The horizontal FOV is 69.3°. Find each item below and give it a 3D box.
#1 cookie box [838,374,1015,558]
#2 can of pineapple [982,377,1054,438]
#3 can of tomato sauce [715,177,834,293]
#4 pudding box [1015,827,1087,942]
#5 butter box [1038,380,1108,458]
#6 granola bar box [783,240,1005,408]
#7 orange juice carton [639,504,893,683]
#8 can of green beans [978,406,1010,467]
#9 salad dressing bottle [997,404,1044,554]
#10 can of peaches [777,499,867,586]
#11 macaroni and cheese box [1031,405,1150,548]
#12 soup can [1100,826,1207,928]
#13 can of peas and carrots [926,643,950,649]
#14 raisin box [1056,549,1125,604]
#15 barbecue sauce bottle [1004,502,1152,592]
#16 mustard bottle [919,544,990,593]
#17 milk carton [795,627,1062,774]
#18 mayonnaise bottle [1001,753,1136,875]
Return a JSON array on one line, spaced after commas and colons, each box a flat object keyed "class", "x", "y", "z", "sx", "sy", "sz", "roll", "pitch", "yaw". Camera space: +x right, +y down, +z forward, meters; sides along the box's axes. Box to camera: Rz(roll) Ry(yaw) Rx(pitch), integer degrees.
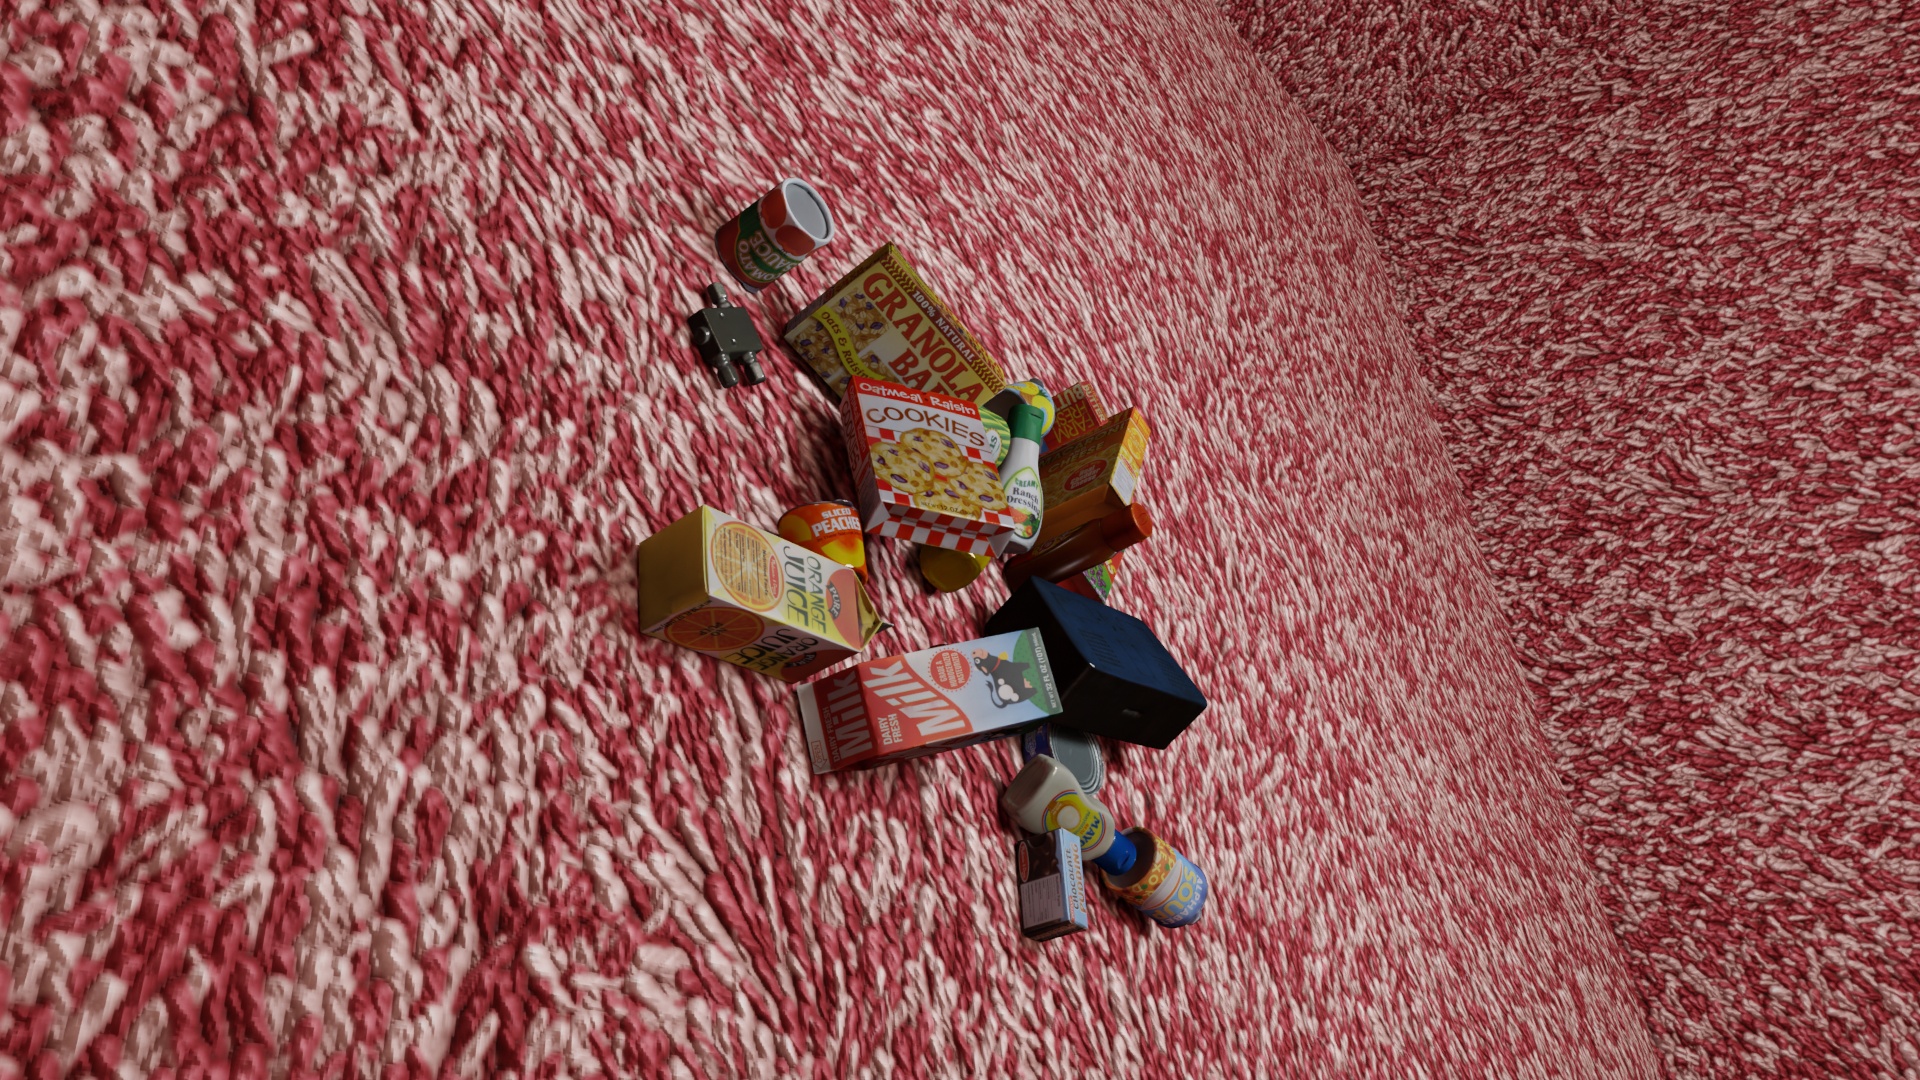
[{"class": "cookie box", "x": -0.031, "y": -0.066, "z": 1.182, "sx": 0.123, "sy": 0.040, "sz": 0.168, "roll": 11, "pitch": 40, "yaw": -24}, {"class": "can of pineapple", "x": 0.058, "y": -0.134, "z": 1.460, "sx": 0.058, "sy": 0.071, "sz": 0.071, "roll": -22, "pitch": 86, "yaw": -59}, {"class": "can of tomato sauce", "x": -0.162, "y": -0.267, "z": 1.216, "sx": 0.071, "sy": 0.083, "sz": 0.071, "roll": 37, "pitch": 38, "yaw": -37}, {"class": "pudding box", "x": 0.077, "y": 0.290, "z": 1.172, "sx": 0.030, "sy": 0.049, "sz": 0.084, "roll": 34, "pitch": 40, "yaw": -42}, {"class": "butter box", "x": 0.102, "y": -0.127, "z": 1.487, "sx": 0.024, "sy": 0.103, "sz": 0.053, "roll": -23, "pitch": 87, "yaw": -60}, {"class": "granola bar box", "x": -0.058, "y": -0.168, "z": 1.252, "sx": 0.165, "sy": 0.124, "sz": 0.039, "roll": 47, "pitch": 17, "yaw": -26}, {"class": "orange juice carton", "x": -0.137, "y": 0.048, "z": 1.015, "sx": 0.192, "sy": 0.071, "sz": 0.073, "roll": 27, "pitch": 46, "yaw": -45}, {"class": "can of green beans", "x": 0.007, "y": -0.102, "z": 1.359, "sx": 0.058, "sy": 0.071, "sz": 0.071, "roll": 26, "pitch": 46, "yaw": -47}, {"class": "salad dressing bottle", "x": 0.056, "y": -0.062, "z": 1.381, "sx": 0.064, "sy": 0.044, "sz": 0.148, "roll": 21, "pitch": 68, "yaw": -31}, {"class": "can of peaches", "x": -0.107, "y": 0.009, "z": 1.093, "sx": 0.071, "sy": 0.071, "sz": 0.058, "roll": 23, "pitch": 50, "yaw": -48}, {"class": "macaroni and cheese box", "x": 0.128, "y": -0.065, "z": 1.458, "sx": 0.040, "sy": 0.123, "sz": 0.167, "roll": 55, "pitch": 31, "yaw": -20}, {"class": "soup can", "x": 0.181, "y": 0.315, "z": 1.292, "sx": 0.083, "sy": 0.071, "sz": 0.072, "roll": 40, "pitch": 37, "yaw": -33}, {"class": "can of peas and carrots", "x": -0.003, "y": 0.123, "z": 1.167, "sx": 0.058, "sy": 0.070, "sz": 0.071, "roll": 25, "pitch": 47, "yaw": -46}, {"class": "raisin box", "x": 0.130, "y": 0.011, "z": 1.485, "sx": 0.086, "sy": 0.040, "sz": 0.124, "roll": 52, "pitch": 33, "yaw": -16}, {"class": "barbecue sauce bottle", "x": 0.117, "y": 0.008, "z": 1.358, "sx": 0.043, "sy": 0.148, "sz": 0.065, "roll": 62, "pitch": 30, "yaw": -4}, {"class": "mustard bottle", "x": 0.005, "y": -0.016, "z": 1.293, "sx": 0.048, "sy": 0.065, "sz": 0.161, "roll": 46, "pitch": 30, "yaw": -19}, {"class": "milk carton", "x": -0.027, "y": 0.126, "z": 1.070, "sx": 0.191, "sy": 0.073, "sz": 0.072, "roll": -9, "pitch": 73, "yaw": -19}, {"class": "mayonnaise bottle", "x": 0.102, "y": 0.250, "z": 1.234, "sx": 0.148, "sy": 0.065, "sz": 0.041, "roll": 42, "pitch": -7, "yaw": -33}]
